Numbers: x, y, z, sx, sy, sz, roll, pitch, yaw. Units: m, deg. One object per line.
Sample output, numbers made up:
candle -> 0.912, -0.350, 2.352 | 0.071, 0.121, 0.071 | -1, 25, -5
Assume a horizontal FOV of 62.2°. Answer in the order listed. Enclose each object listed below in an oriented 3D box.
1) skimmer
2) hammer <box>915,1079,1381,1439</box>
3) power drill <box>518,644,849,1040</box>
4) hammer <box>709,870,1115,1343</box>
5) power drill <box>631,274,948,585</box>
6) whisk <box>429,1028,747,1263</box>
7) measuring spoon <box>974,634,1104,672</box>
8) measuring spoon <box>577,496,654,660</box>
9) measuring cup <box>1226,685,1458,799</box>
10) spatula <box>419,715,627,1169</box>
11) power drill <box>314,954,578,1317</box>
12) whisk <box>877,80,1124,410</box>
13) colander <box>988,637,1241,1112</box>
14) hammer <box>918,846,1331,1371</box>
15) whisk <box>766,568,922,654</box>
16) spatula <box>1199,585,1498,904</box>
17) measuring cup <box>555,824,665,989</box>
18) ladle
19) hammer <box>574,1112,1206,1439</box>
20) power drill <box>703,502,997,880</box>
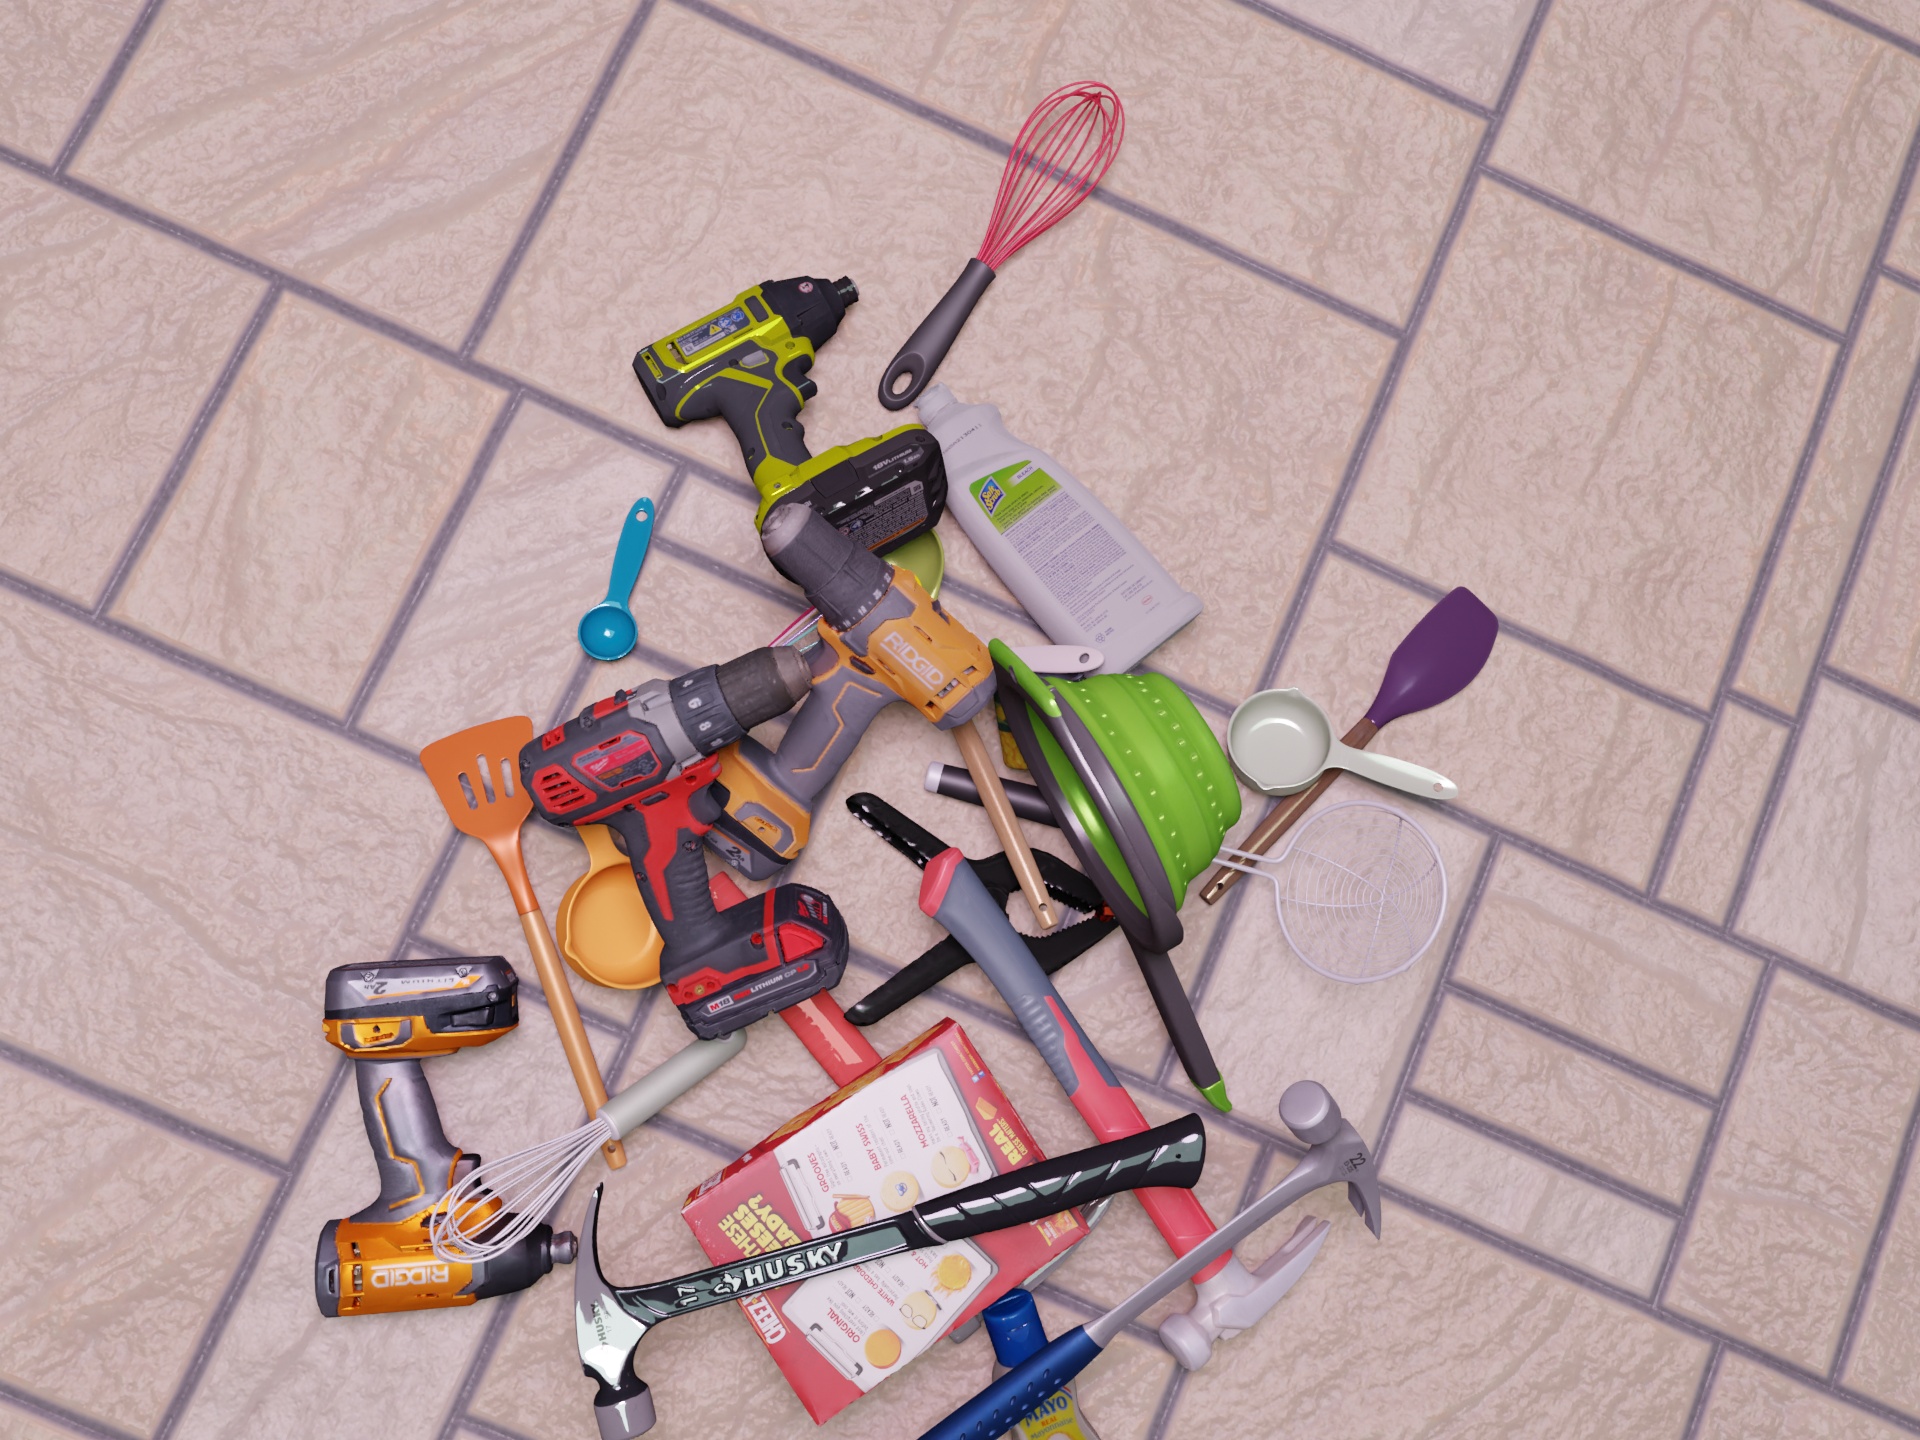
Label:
skimmer -> 0.150, 0.084, 1.110 | 0.363, 0.090, 0.127 | 15, 89, 2
hammer -> 0.097, 0.392, 1.020 | 0.405, 0.035, 0.143 | -37, 126, 1
power drill -> -0.147, 0.071, 1.009 | 0.188, 0.080, 0.226 | -24, 111, 4
hammer -> -0.056, 0.247, 1.109 | 0.149, 0.036, 0.359 | -39, 88, -9
power drill -> -0.109, -0.215, 1.116 | 0.171, 0.080, 0.223 | -30, 63, -8
whisk -> -0.238, 0.271, 1.044 | 0.058, 0.059, 0.246 | 33, 49, 32
measuring spoon -> 0.044, -0.047, 1.133 | 0.124, 0.018, 0.034 | 2, 72, 30
measuring spoon -> -0.242, -0.101, 1.148 | 0.042, 0.021, 0.129 | 13, 72, -3
measuring cup -> 0.274, 0.032, 1.153 | 0.167, 0.038, 0.083 | 18, 72, 11
spatula -> -0.289, 0.155, 1.105 | 0.081, 0.041, 0.322 | -19, 89, -9
power drill -> -0.340, 0.274, 1.056 | 0.164, 0.084, 0.226 | -2, 86, -9
whisk -> 0.027, -0.355, 1.189 | 0.073, 0.073, 0.296 | 34, 87, -1
colander -> 0.142, 0.101, 1.043 | 0.094, 0.205, 0.396 | -29, 120, -6
hammer -> 0.104, 0.244, 1.091 | 0.143, 0.038, 0.386 | -35, 94, -21
whisk -> -0.134, -0.037, 1.104 | 0.245, 0.051, 0.047 | -28, 90, 10
spatula -> 0.290, 0.022, 1.183 | 0.316, 0.018, 0.060 | -44, 88, -10
measuring cup -> -0.248, 0.101, 1.087 | 0.095, 0.052, 0.173 | -22, 89, -30
ladle -> -0.002, -0.004, 1.113 | 0.078, 0.062, 0.320 | -24, 76, -1
hammer -> -0.040, 0.316, 0.994 | 0.409, 0.036, 0.149 | -14, 85, -7
power drill -> -0.111, -0.020, 1.052 | 0.226, 0.084, 0.185 | -41, 114, 16
